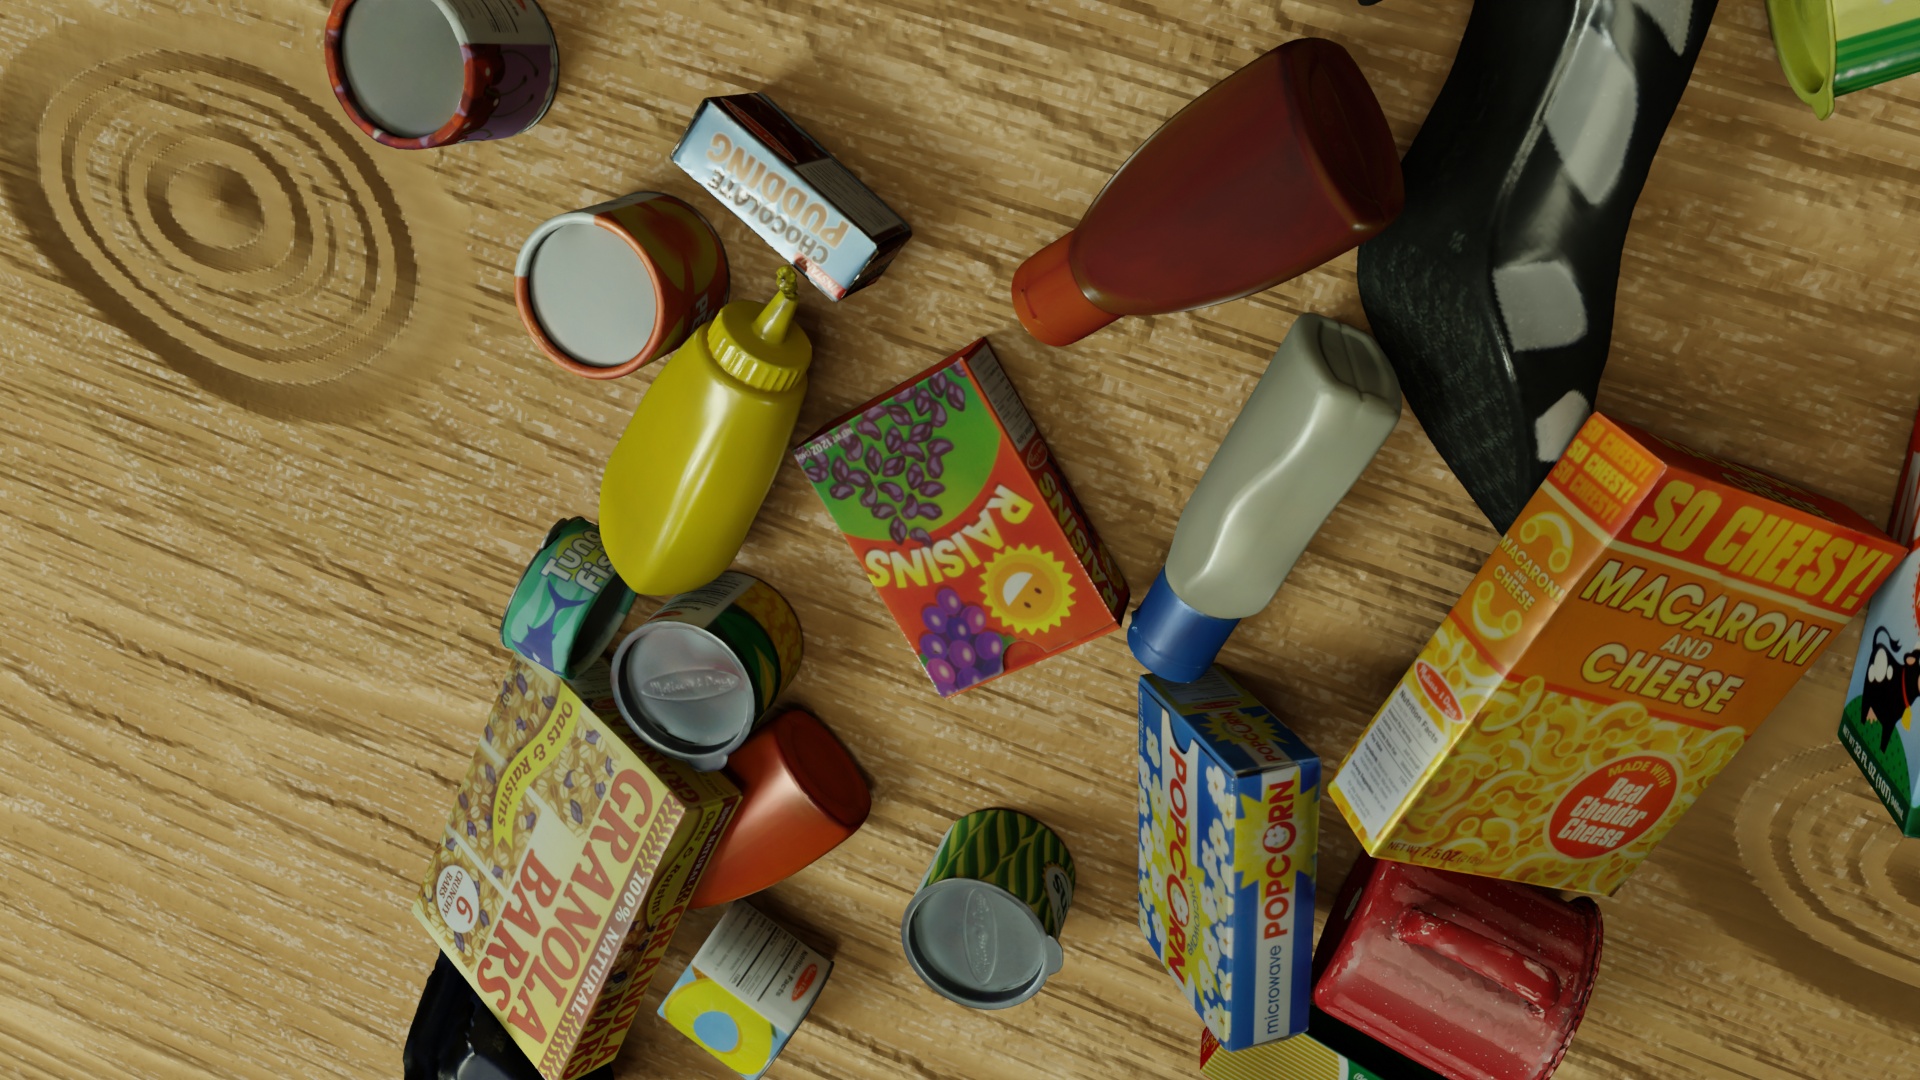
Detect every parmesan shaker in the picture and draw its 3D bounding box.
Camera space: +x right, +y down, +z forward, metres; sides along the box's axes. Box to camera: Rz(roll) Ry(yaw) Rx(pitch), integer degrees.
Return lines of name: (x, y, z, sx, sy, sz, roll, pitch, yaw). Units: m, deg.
parmesan shaker: (0.295, -0.170, 0.396, 0.103, 0.071, 0.071, -13, 106, 20)

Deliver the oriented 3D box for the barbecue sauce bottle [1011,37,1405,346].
barbecue sauce bottle: (0.073, -0.105, 0.466, 0.148, 0.044, 0.065, -21, 92, 54)

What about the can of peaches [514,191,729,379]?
can of peaches: (-0.133, -0.101, 0.555, 0.071, 0.058, 0.071, 6, 112, 15)

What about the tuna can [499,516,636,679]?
tuna can: (-0.168, 0.024, 0.609, 0.033, 0.071, 0.070, 28, 116, 3)

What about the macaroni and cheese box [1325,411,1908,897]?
macaroni and cheese box: (0.224, 0.047, 0.486, 0.124, 0.040, 0.165, 14, 118, -25)

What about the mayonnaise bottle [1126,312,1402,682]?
mayonnaise bottle: (0.108, -0.009, 0.518, 0.041, 0.065, 0.147, 19, 127, -9)

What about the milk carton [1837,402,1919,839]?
milk carton: (0.350, 0.000, 0.443, 0.073, 0.073, 0.189, 5, 113, 14)

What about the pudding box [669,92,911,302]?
pudding box: (-0.063, -0.132, 0.527, 0.083, 0.050, 0.030, 41, 115, -3)

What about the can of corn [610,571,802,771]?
can of corn: (-0.109, 0.056, 0.608, 0.071, 0.058, 0.071, 6, 112, 14)

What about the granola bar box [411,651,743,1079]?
granola bar box: (-0.181, 0.145, 0.643, 0.124, 0.039, 0.165, 38, 112, 27)

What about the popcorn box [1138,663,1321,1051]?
popcorn box: (0.104, 0.124, 0.554, 0.038, 0.085, 0.126, -8, 111, -14)

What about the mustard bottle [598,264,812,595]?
mustard bottle: (-0.096, -0.046, 0.552, 0.159, 0.049, 0.065, -52, 55, 36)

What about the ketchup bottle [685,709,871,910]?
ketchup bottle: (-0.113, 0.141, 0.651, 0.148, 0.044, 0.064, -37, 91, 25)

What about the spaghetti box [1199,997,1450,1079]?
spaghetti box: (0.226, 0.273, 0.610, 0.250, 0.029, 0.050, 29, 117, 4)

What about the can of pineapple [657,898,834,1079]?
can of pineapple: (-0.103, 0.215, 0.664, 0.058, 0.071, 0.070, 35, 116, 1)

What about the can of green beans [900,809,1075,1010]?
can of green beans: (0.014, 0.161, 0.613, 0.071, 0.058, 0.071, 6, 112, 15)

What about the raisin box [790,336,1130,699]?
raisin box: (0.002, -0.007, 0.562, 0.086, 0.040, 0.123, -26, 102, 23)

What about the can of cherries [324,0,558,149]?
can of cherries: (-0.203, -0.186, 0.542, 0.071, 0.058, 0.071, 6, 112, 14)
